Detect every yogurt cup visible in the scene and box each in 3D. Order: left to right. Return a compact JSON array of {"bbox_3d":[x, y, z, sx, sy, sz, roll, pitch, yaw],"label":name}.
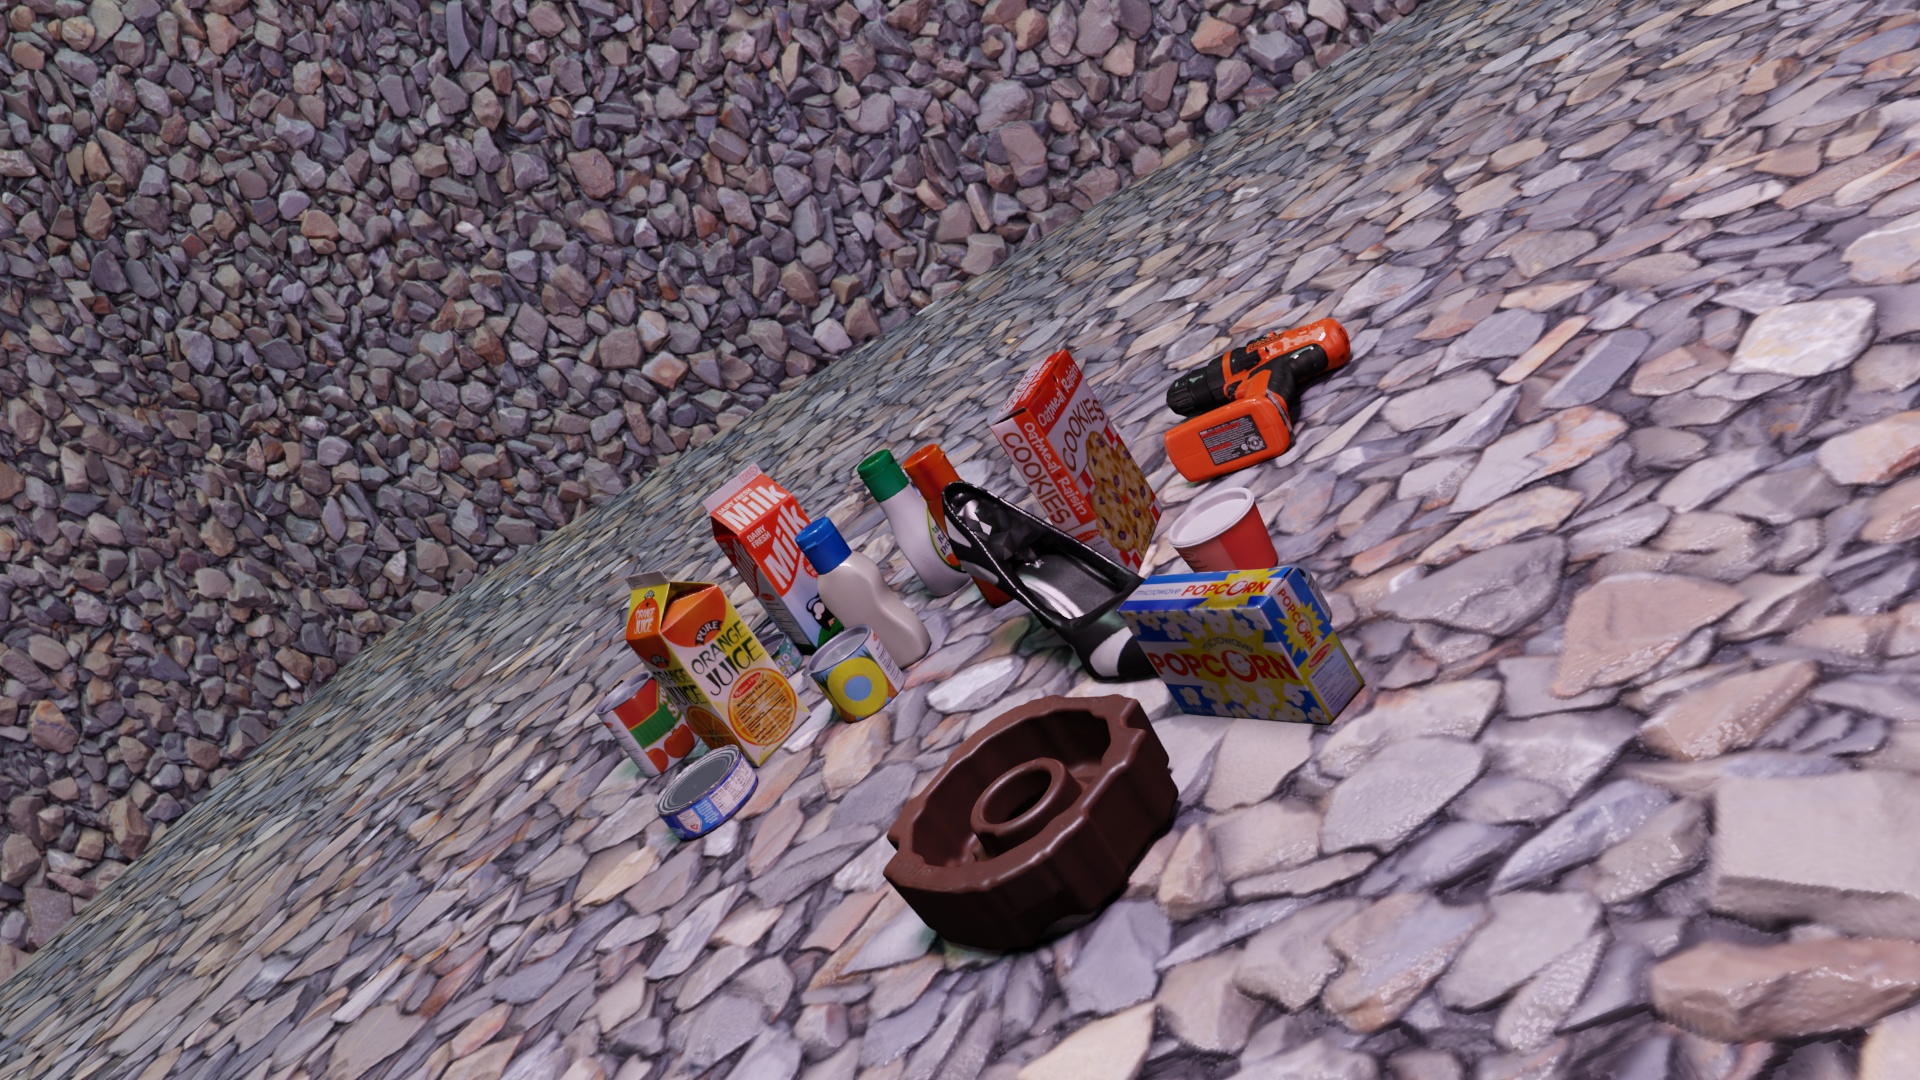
[{"bbox_3d":[0.189,0.003,0.986,0.072,0.054,0.072,-31,16,10],"label":"yogurt cup"}]

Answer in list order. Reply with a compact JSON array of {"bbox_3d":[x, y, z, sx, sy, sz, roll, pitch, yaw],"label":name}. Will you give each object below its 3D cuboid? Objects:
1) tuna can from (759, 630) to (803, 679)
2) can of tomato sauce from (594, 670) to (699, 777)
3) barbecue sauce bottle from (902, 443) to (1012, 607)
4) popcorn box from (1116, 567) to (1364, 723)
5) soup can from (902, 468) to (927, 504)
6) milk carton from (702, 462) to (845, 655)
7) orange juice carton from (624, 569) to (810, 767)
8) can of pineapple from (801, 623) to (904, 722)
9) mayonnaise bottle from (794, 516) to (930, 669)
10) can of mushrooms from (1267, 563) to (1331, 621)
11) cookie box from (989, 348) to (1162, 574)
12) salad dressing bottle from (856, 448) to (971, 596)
[{"bbox_3d":[-0.193,0.124,1.399,0.071,0.032,0.071,-30,16,10],"label":"tuna can"},{"bbox_3d":[-0.305,0.179,1.363,0.071,0.083,0.071,-31,16,10],"label":"can of tomato sauce"},{"bbox_3d":[0.004,-0.015,1.219,0.043,0.148,0.065,-30,16,14],"label":"barbecue sauce bottle"},{"bbox_3d":[0.161,0.061,0.815,0.038,0.085,0.126,-42,18,-27],"label":"popcorn box"},{"bbox_3d":[-0.038,-0.033,1.466,0.071,0.083,0.071,-31,16,10],"label":"soup can"},{"bbox_3d":[-0.178,0.019,1.391,0.072,0.190,0.073,-41,17,-24],"label":"milk carton"},{"bbox_3d":[-0.225,0.105,1.228,0.073,0.192,0.071,-44,19,-33],"label":"orange juice carton"},{"bbox_3d":[-0.091,0.115,1.188,0.071,0.057,0.071,-31,16,10],"label":"can of pineapple"},{"bbox_3d":[-0.089,0.048,1.215,0.064,0.148,0.041,-27,17,23],"label":"mayonnaise bottle"},{"bbox_3d":[0.196,0.048,0.879,0.071,0.033,0.071,-30,16,10],"label":"can of mushrooms"},{"bbox_3d":[0.099,-0.059,1.131,0.040,0.167,0.123,-24,18,30],"label":"cookie box"},{"bbox_3d":[-0.044,-0.017,1.318,0.044,0.147,0.064,-27,17,23],"label":"salad dressing bottle"}]
